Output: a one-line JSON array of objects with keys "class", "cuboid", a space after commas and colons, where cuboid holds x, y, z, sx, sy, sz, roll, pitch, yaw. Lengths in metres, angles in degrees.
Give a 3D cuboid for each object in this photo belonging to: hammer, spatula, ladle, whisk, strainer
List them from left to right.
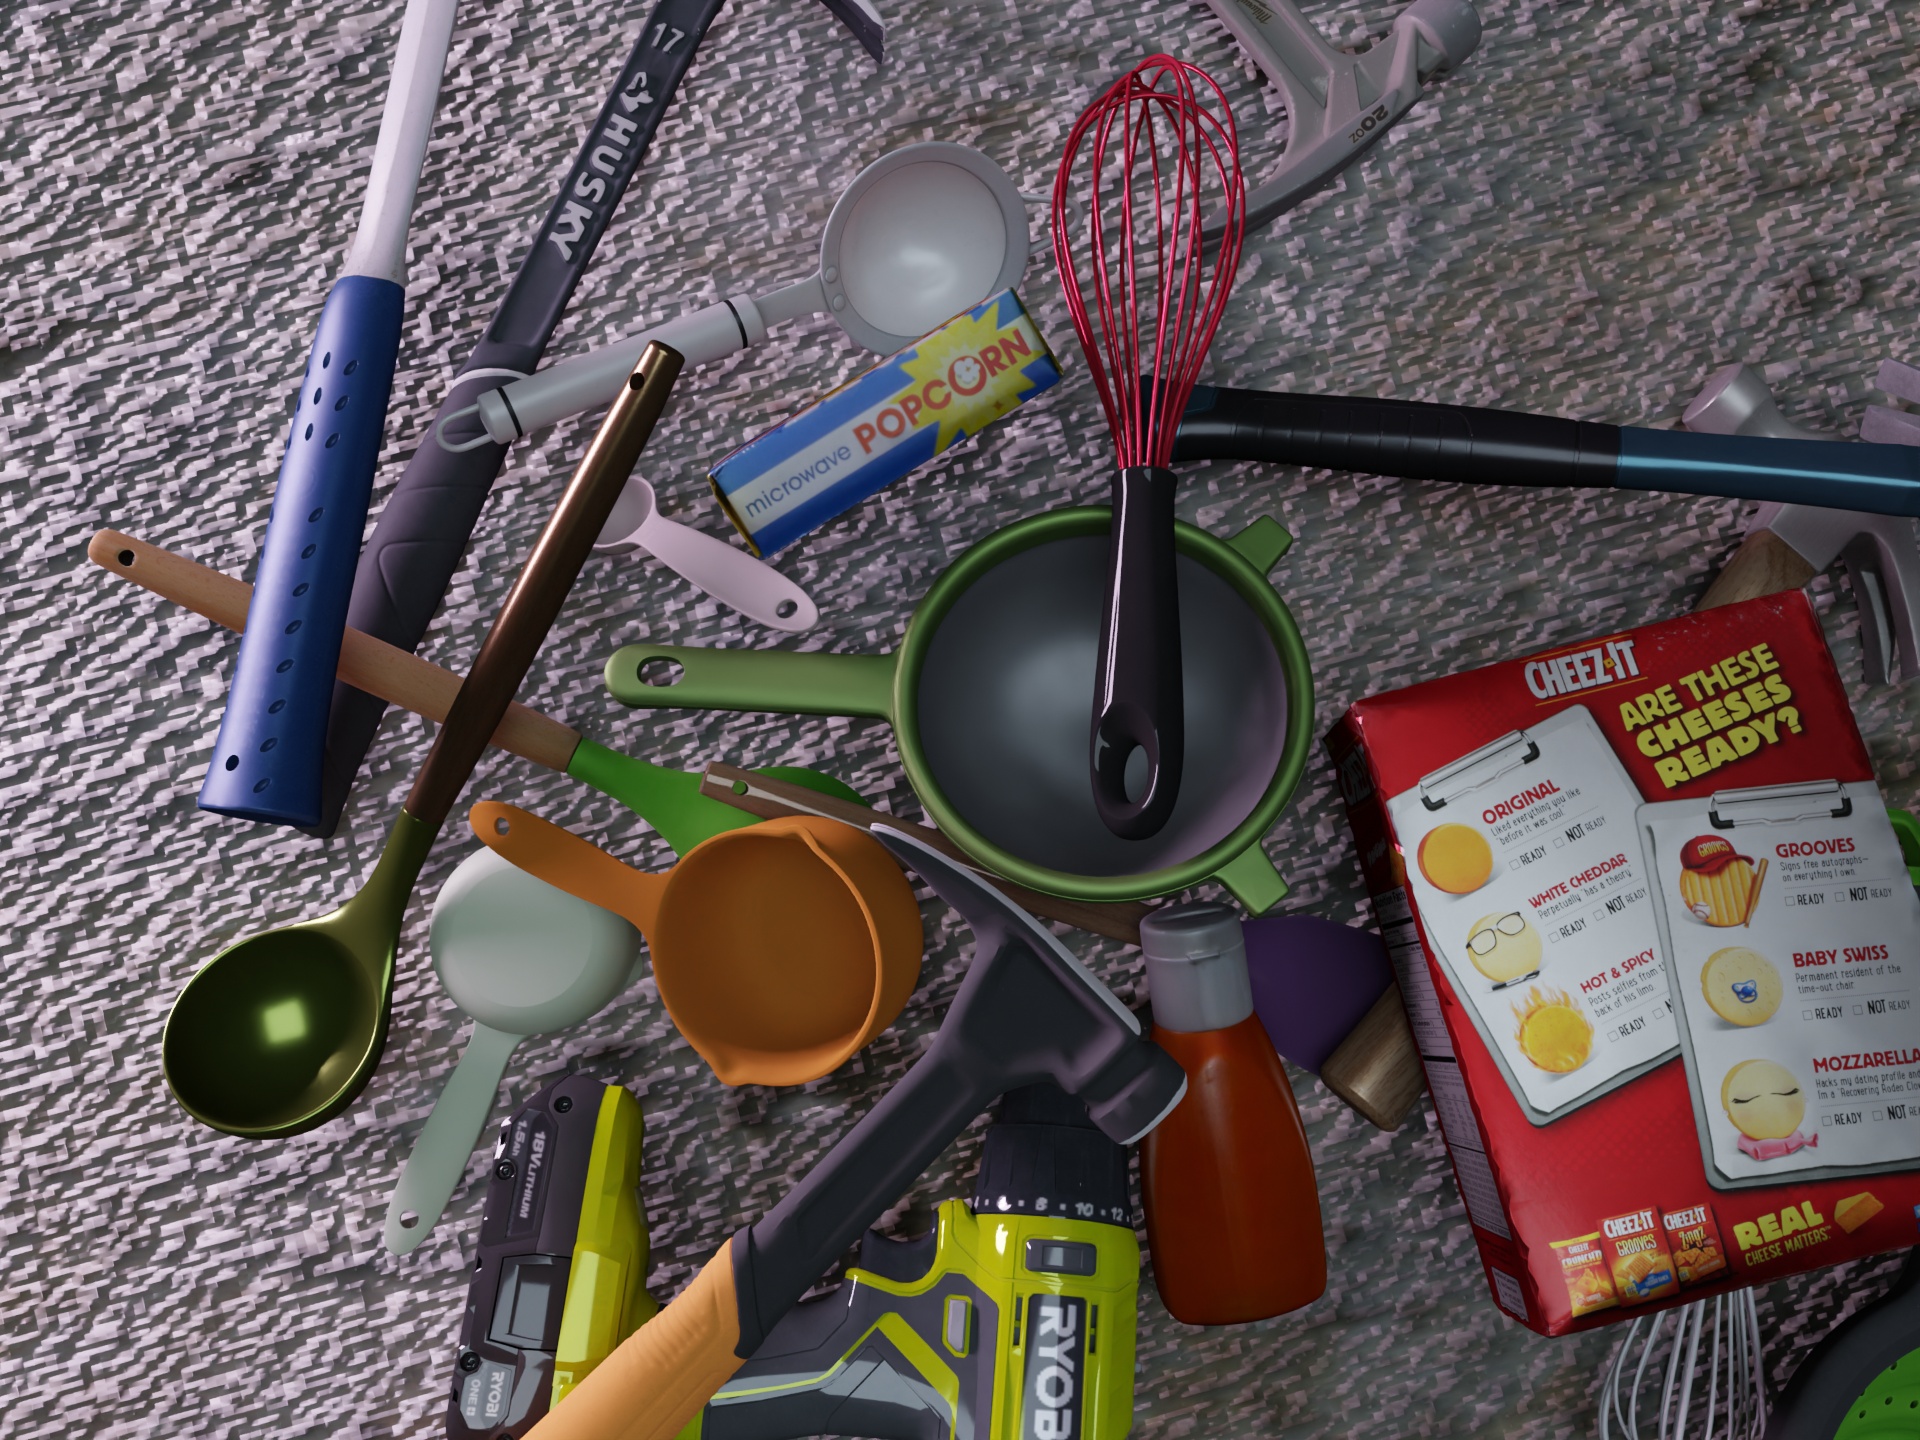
[{"class": "hammer", "cuboid": [-0.213, -0.165, 0.570, 0.144, 0.035, 0.406, 3, 78, 18]}, {"class": "ladle", "cuboid": [-0.181, 0.011, 0.545, 0.078, 0.062, 0.320, 37, 105, 20]}, {"class": "hammer", "cuboid": [-0.167, -0.146, 0.618, 0.149, 0.036, 0.409, 24, 85, -1]}, {"class": "hammer", "cuboid": [-0.089, 0.187, 0.486, 0.127, 0.034, 0.337, 44, 87, -2]}, {"class": "strainer", "cuboid": [-0.076, -0.156, 0.602, 0.258, 0.086, 0.050, -26, 43, -15]}, {"class": "strainer", "cuboid": [-0.001, -0.002, 0.596, 0.256, 0.069, 0.152, 3, 70, 5]}, {"class": "hammer", "cuboid": [0.045, -0.365, 0.647, 0.149, 0.036, 0.359, -39, 88, -5]}, {"class": "spatula", "cuboid": [0.053, 0.074, 0.598, 0.316, 0.018, 0.060, 20, 85, -9]}, {"class": "whisk", "cuboid": [0.065, -0.104, 0.564, 0.073, 0.073, 0.296, 3, 76, -2]}, {"class": "hammer", "cuboid": [0.225, -0.097, 0.582, 0.331, 0.033, 0.128, 8, 41, 15]}, {"class": "hammer", "cuboid": [0.254, 0.021, 0.616, 0.130, 0.031, 0.331, 40, 81, 1]}, {"class": "whisk", "cuboid": [0.288, 0.178, 0.604, 0.058, 0.059, 0.246, 9, 79, 26]}]

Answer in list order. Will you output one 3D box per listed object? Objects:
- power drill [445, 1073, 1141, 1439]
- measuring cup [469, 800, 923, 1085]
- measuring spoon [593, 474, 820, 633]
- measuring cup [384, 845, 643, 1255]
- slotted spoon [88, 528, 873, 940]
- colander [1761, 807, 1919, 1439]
[{"class": "power drill", "cuboid": [-0.048, 0.191, 0.564, 0.228, 0.080, 0.191, 6, 68, -3]}, {"class": "measuring cup", "cuboid": [-0.093, 0.062, 0.565, 0.174, 0.052, 0.095, 22, 103, 21]}, {"class": "measuring spoon", "cuboid": [-0.097, -0.058, 0.597, 0.124, 0.018, 0.034, 30, 74, 29]}, {"class": "measuring cup", "cuboid": [-0.177, 0.121, 0.589, 0.083, 0.038, 0.167, 23, 82, 0]}, {"class": "slotted spoon", "cuboid": [-0.167, 0.004, 0.584, 0.313, 0.031, 0.070, 25, 85, -7]}, {"class": "colander", "cuboid": [0.363, 0.231, 0.590, 0.204, 0.094, 0.397, 2, 67, -3]}]
